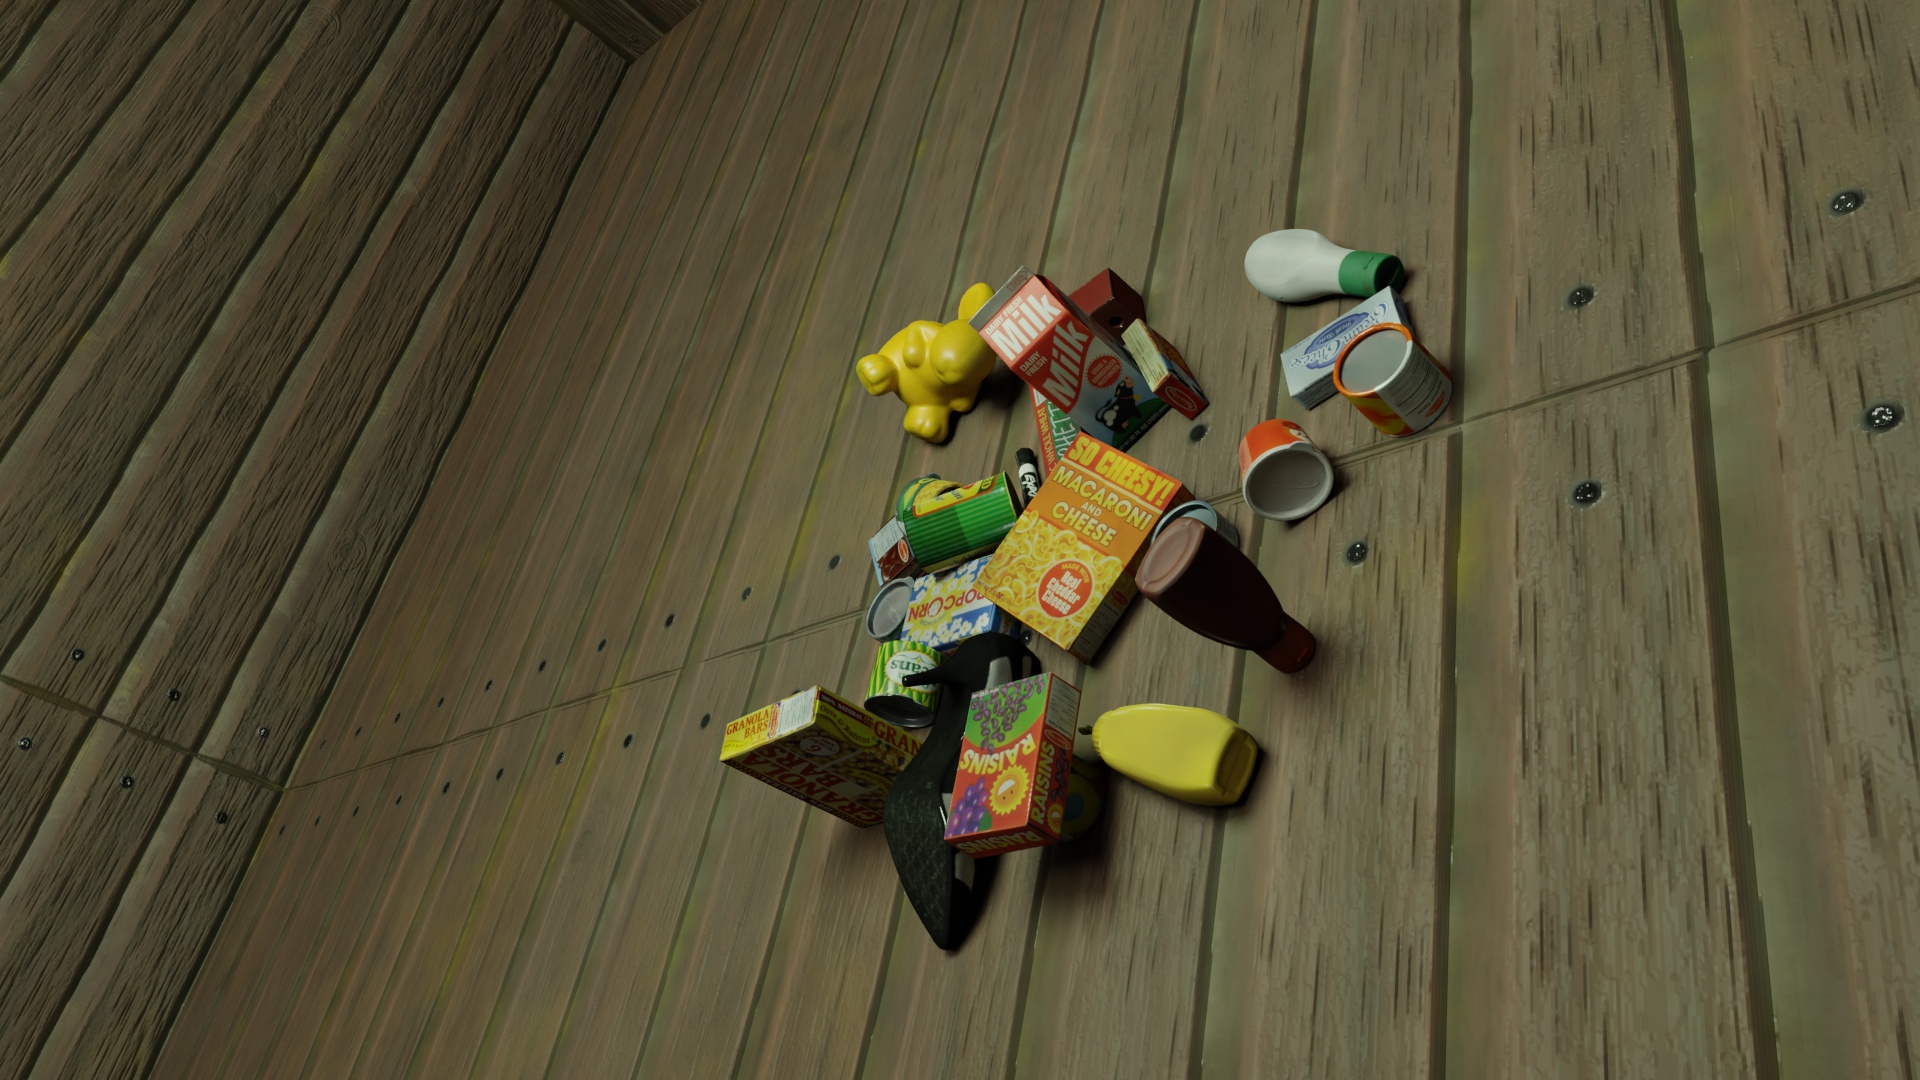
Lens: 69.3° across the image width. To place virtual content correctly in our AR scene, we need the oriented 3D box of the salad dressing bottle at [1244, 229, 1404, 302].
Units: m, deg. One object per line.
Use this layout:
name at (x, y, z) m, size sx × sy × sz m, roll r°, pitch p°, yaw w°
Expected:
salad dressing bottle at (0.302, -0.226, 1.158) m, size 0.064 × 0.044 × 0.148 m, roll -56°, pitch 33°, yaw -5°

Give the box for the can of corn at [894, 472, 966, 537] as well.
can of corn at (-0.021, -0.030, 1.374) m, size 0.058 × 0.071 × 0.071 m, roll 13°, pitch 72°, yaw 55°

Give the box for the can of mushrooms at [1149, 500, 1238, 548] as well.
can of mushrooms at (0.185, 0.006, 1.108) m, size 0.071 × 0.033 × 0.071 m, roll -32°, pitch 40°, yaw 31°

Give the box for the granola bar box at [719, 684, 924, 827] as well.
granola bar box at (-0.103, 0.190, 1.191) m, size 0.124 × 0.165 × 0.039 m, roll -26°, pitch 44°, yaw 38°

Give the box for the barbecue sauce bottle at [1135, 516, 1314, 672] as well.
barbecue sauce bottle at (0.189, 0.045, 0.961) m, size 0.065 × 0.148 × 0.044 m, roll -55°, pitch 32°, yaw 0°

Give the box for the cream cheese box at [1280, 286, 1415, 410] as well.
cream cheese box at (0.307, -0.152, 1.102) m, size 0.103 × 0.024 × 0.053 m, roll -33°, pitch 40°, yaw 31°

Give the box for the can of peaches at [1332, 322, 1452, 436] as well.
can of peaches at (0.317, -0.120, 1.028) m, size 0.071 × 0.058 × 0.071 m, roll -32°, pitch 40°, yaw 31°

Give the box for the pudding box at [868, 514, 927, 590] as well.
pudding box at (-0.064, 0.016, 1.423) m, size 0.049 × 0.030 × 0.084 m, roll -43°, pitch 35°, yaw 17°

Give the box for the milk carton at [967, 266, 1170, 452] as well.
milk carton at (0.095, -0.164, 1.231) m, size 0.072 × 0.190 × 0.074 m, roll -45°, pitch 34°, yaw 16°

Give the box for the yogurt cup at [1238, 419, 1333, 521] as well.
yogurt cup at (0.245, -0.056, 1.061) m, size 0.072 × 0.072 × 0.054 m, roll -40°, pitch 27°, yaw 22°

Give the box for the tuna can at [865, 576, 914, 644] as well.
tuna can at (-0.058, 0.072, 1.362) m, size 0.071 × 0.033 × 0.071 m, roll -32°, pitch 39°, yaw 31°

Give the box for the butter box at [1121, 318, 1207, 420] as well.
butter box at (0.181, -0.154, 1.239) m, size 0.024 × 0.053 × 0.104 m, roll -45°, pitch 33°, yaw 21°

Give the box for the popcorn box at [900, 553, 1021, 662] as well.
popcorn box at (0.002, 0.066, 1.284) m, size 0.126 × 0.038 × 0.085 m, roll -19°, pitch 46°, yaw 43°

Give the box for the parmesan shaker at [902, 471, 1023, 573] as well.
parmesan shaker at (0.005, -0.016, 1.293) m, size 0.103 × 0.071 × 0.071 m, roll -20°, pitch 41°, yaw 8°

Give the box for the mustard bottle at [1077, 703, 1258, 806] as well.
mustard bottle at (0.143, 0.150, 1.018) m, size 0.160 × 0.048 × 0.065 m, roll 6°, pitch 66°, yaw 55°

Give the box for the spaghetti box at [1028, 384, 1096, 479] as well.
spaghetti box at (0.099, -0.115, 1.332) m, size 0.050 × 0.028 × 0.251 m, roll -37°, pitch 37°, yaw 26°

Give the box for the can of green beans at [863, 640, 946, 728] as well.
can of green beans at (-0.050, 0.131, 1.267) m, size 0.071 × 0.071 × 0.058 m, roll -19°, pitch 46°, yaw 43°

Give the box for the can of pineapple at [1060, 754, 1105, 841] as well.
can of pineapple at (0.070, 0.189, 1.069) m, size 0.070 × 0.058 × 0.071 m, roll -32°, pitch 39°, yaw 31°

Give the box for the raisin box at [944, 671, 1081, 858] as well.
raisin box at (0.040, 0.168, 1.035) m, size 0.086 × 0.040 × 0.124 m, roll -21°, pitch 45°, yaw 40°

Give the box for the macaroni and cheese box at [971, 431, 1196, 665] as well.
macaroni and cheese box at (0.104, 0.004, 1.178) m, size 0.124 × 0.040 × 0.166 m, roll 32°, pitch 85°, yaw 41°
